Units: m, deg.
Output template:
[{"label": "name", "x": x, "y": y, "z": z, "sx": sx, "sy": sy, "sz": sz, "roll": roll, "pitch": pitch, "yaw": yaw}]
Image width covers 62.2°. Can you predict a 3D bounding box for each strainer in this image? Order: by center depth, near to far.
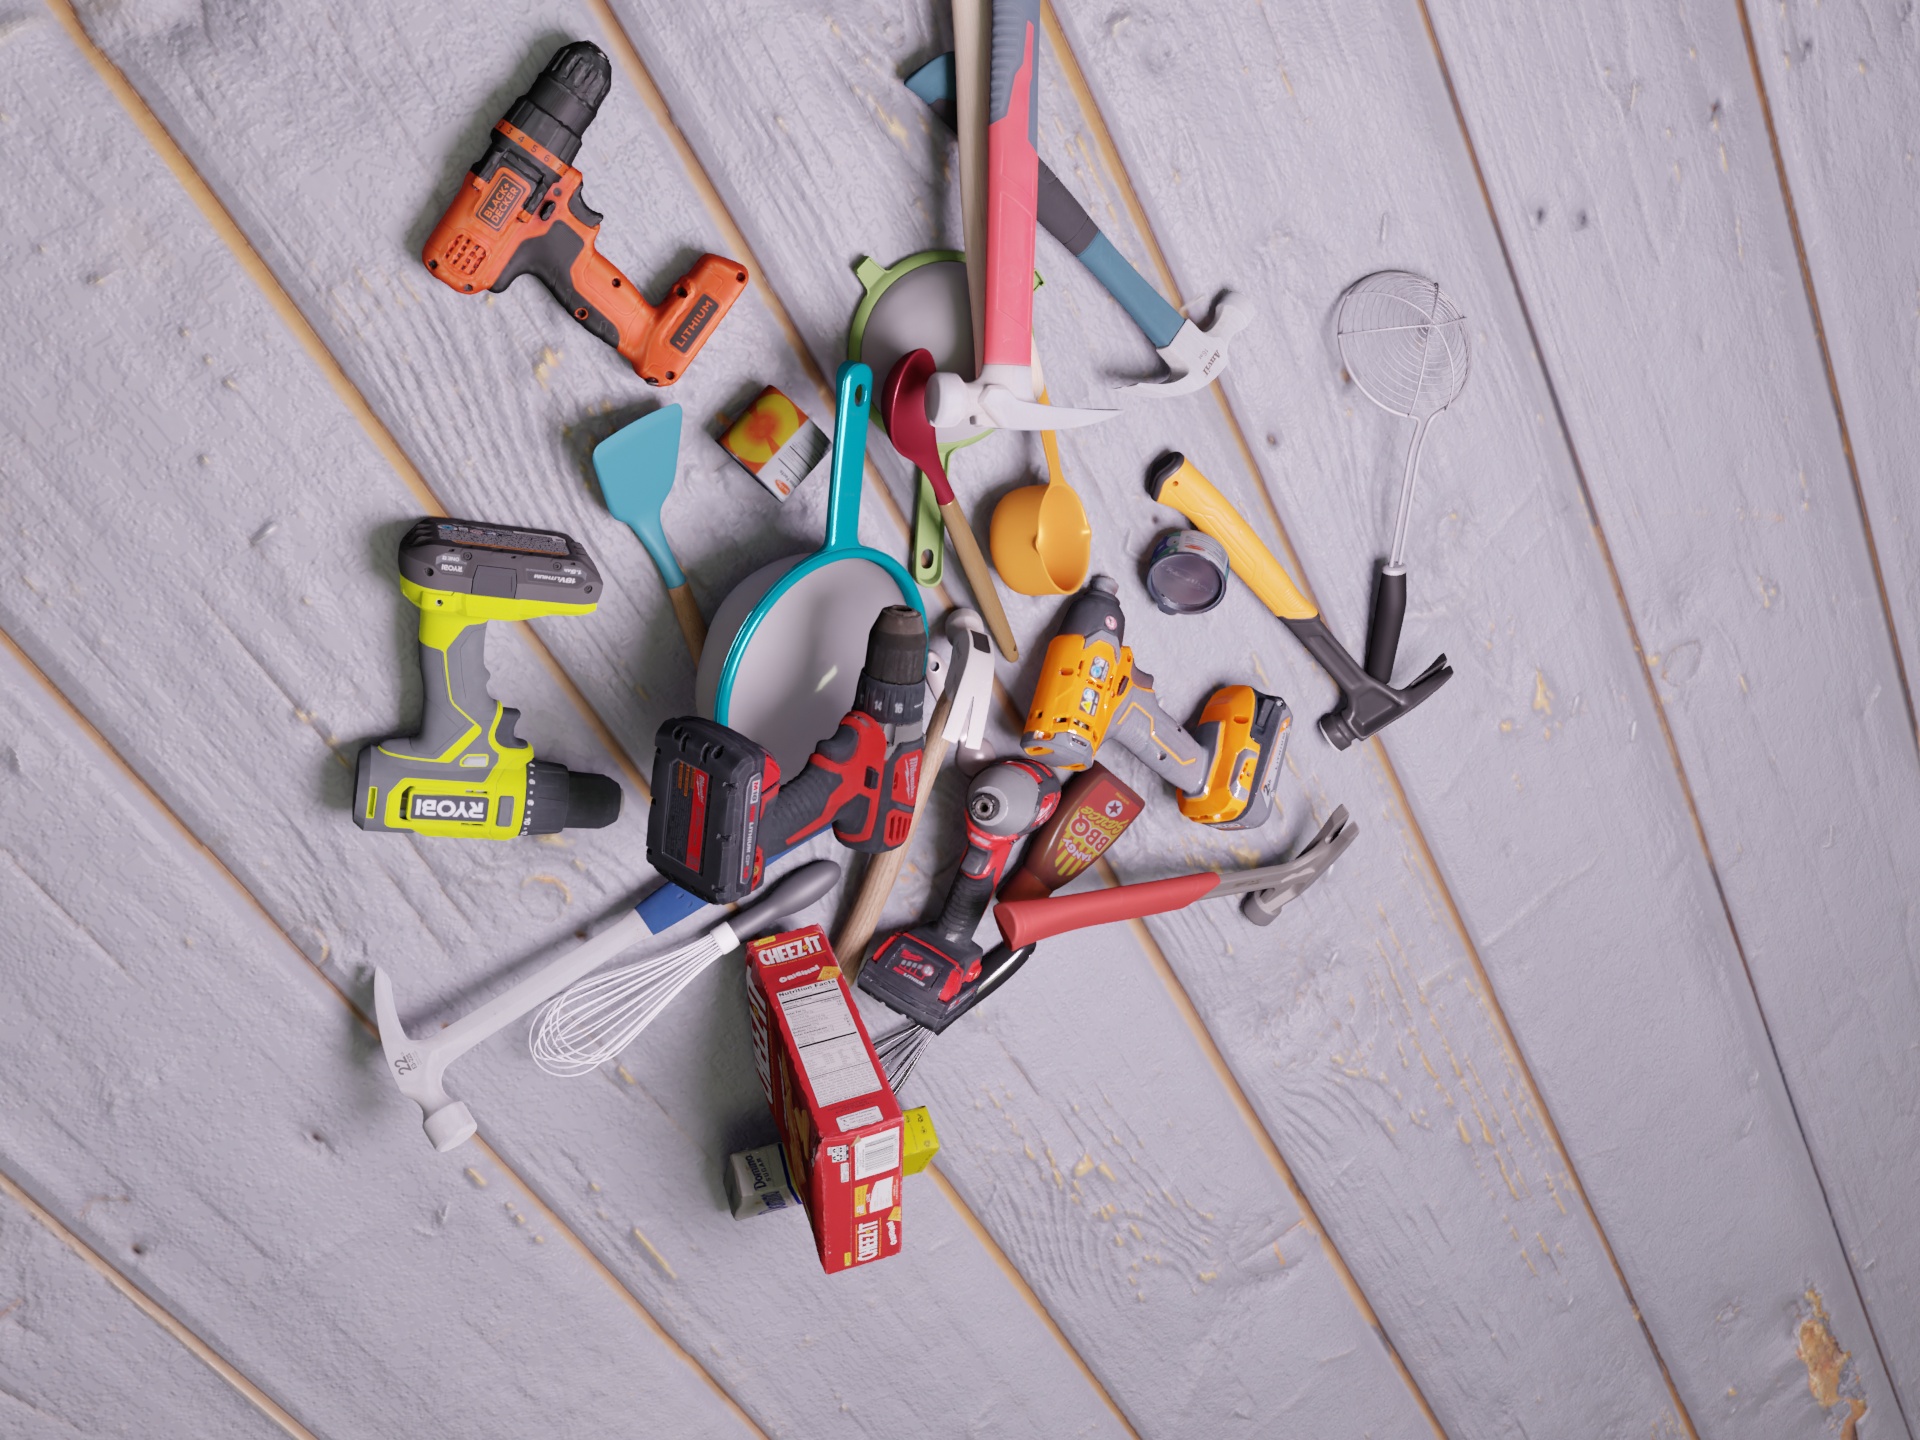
[{"label": "strainer", "x": -0.119, "y": -0.099, "z": 1.171, "sx": 0.211, "sy": 0.095, "sz": 0.340, "roll": -15, "pitch": 120, "yaw": -47}, {"label": "strainer", "x": -0.008, "y": -0.220, "z": 1.200, "sx": 0.151, "sy": 0.069, "sz": 0.256, "roll": -2, "pitch": 108, "yaw": -21}]

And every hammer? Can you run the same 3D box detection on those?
[{"label": "hammer", "x": 0.050, "y": -0.395, "z": 1.088, "sx": 0.143, "sy": 0.038, "sz": 0.386, "roll": -2, "pitch": 99, "yaw": -22}, {"label": "hammer", "x": 0.006, "y": -0.417, "z": 1.107, "sx": 0.146, "sy": 0.038, "sz": 0.410, "roll": -8, "pitch": 101, "yaw": -21}, {"label": "hammer", "x": 0.086, "y": -0.370, "z": 1.194, "sx": 0.330, "sy": 0.033, "sz": 0.128, "roll": 40, "pitch": 75, "yaw": -26}, {"label": "hammer", "x": -0.259, "y": 0.157, "z": 1.236, "sx": 0.405, "sy": 0.035, "sz": 0.144, "roll": -32, "pitch": 77, "yaw": -16}, {"label": "hammer", "x": -0.044, "y": 0.079, "z": 1.280, "sx": 0.031, "sy": 0.130, "sz": 0.331, "roll": 17, "pitch": 113, "yaw": -14}, {"label": "hammer", "x": 0.180, "y": 0.142, "z": 1.345, "sx": 0.359, "sy": 0.037, "sz": 0.149, "roll": -4, "pitch": 141, "yaw": -37}, {"label": "hammer", "x": 0.281, "y": -0.110, "z": 1.360, "sx": 0.127, "sy": 0.034, "sz": 0.336, "roll": -36, "pitch": 118, "yaw": 23}]

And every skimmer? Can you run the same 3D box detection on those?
[{"label": "skimmer", "x": 0.369, "y": -0.199, "z": 1.382, "sx": 0.127, "sy": 0.090, "sz": 0.363, "roll": -13, "pitch": 124, "yaw": -20}]

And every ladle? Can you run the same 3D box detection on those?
[{"label": "ladle", "x": -0.002, "y": -0.150, "z": 1.204, "sx": 0.069, "sy": 0.031, "sz": 0.315, "roll": -59, "pitch": 145, "yaw": -28}]

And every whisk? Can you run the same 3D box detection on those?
[{"label": "whisk", "x": -0.217, "y": 0.194, "z": 1.281, "sx": 0.284, "sy": 0.070, "sz": 0.070, "roll": -31, "pitch": 118, "yaw": -14}, {"label": "whisk", "x": -0.024, "y": 0.268, "z": 1.392, "sx": 0.239, "sy": 0.055, "sz": 0.055, "roll": -40, "pitch": 119, "yaw": -9}]

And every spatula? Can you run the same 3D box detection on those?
[{"label": "spatula", "x": -0.199, "y": -0.077, "z": 1.192, "sx": 0.082, "sy": 0.044, "sz": 0.317, "roll": -39, "pitch": 124, "yaw": -36}]

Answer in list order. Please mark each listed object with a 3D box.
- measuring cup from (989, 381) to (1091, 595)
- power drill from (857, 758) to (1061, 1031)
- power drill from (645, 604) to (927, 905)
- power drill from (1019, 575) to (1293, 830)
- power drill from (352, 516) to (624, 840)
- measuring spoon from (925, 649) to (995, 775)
[{"label": "measuring cup", "x": 0.054, "y": -0.182, "z": 1.243, "sx": 0.095, "sy": 0.052, "sz": 0.173, "roll": -23, "pitch": 105, "yaw": -57}, {"label": "power drill", "x": 0.005, "y": 0.135, "z": 1.300, "sx": 0.078, "sy": 0.143, "sz": 0.219, "roll": 28, "pitch": 100, "yaw": 14}, {"label": "power drill", "x": -0.105, "y": 0.021, "z": 1.116, "sx": 0.226, "sy": 0.080, "sz": 0.187, "roll": -16, "pitch": 122, "yaw": -50}, {"label": "power drill", "x": 0.167, "y": -0.012, "z": 1.332, "sx": 0.226, "sy": 0.084, "sz": 0.164, "roll": 24, "pitch": 73, "yaw": -25}, {"label": "power drill", "x": -0.327, "y": -0.019, "z": 1.146, "sx": 0.190, "sy": 0.080, "sz": 0.228, "roll": 5, "pitch": 110, "yaw": -23}, {"label": "measuring spoon", "x": -0.002, "y": -0.004, "z": 1.312, "sx": 0.034, "sy": 0.018, "sz": 0.124, "roll": -29, "pitch": 116, "yaw": -9}]
